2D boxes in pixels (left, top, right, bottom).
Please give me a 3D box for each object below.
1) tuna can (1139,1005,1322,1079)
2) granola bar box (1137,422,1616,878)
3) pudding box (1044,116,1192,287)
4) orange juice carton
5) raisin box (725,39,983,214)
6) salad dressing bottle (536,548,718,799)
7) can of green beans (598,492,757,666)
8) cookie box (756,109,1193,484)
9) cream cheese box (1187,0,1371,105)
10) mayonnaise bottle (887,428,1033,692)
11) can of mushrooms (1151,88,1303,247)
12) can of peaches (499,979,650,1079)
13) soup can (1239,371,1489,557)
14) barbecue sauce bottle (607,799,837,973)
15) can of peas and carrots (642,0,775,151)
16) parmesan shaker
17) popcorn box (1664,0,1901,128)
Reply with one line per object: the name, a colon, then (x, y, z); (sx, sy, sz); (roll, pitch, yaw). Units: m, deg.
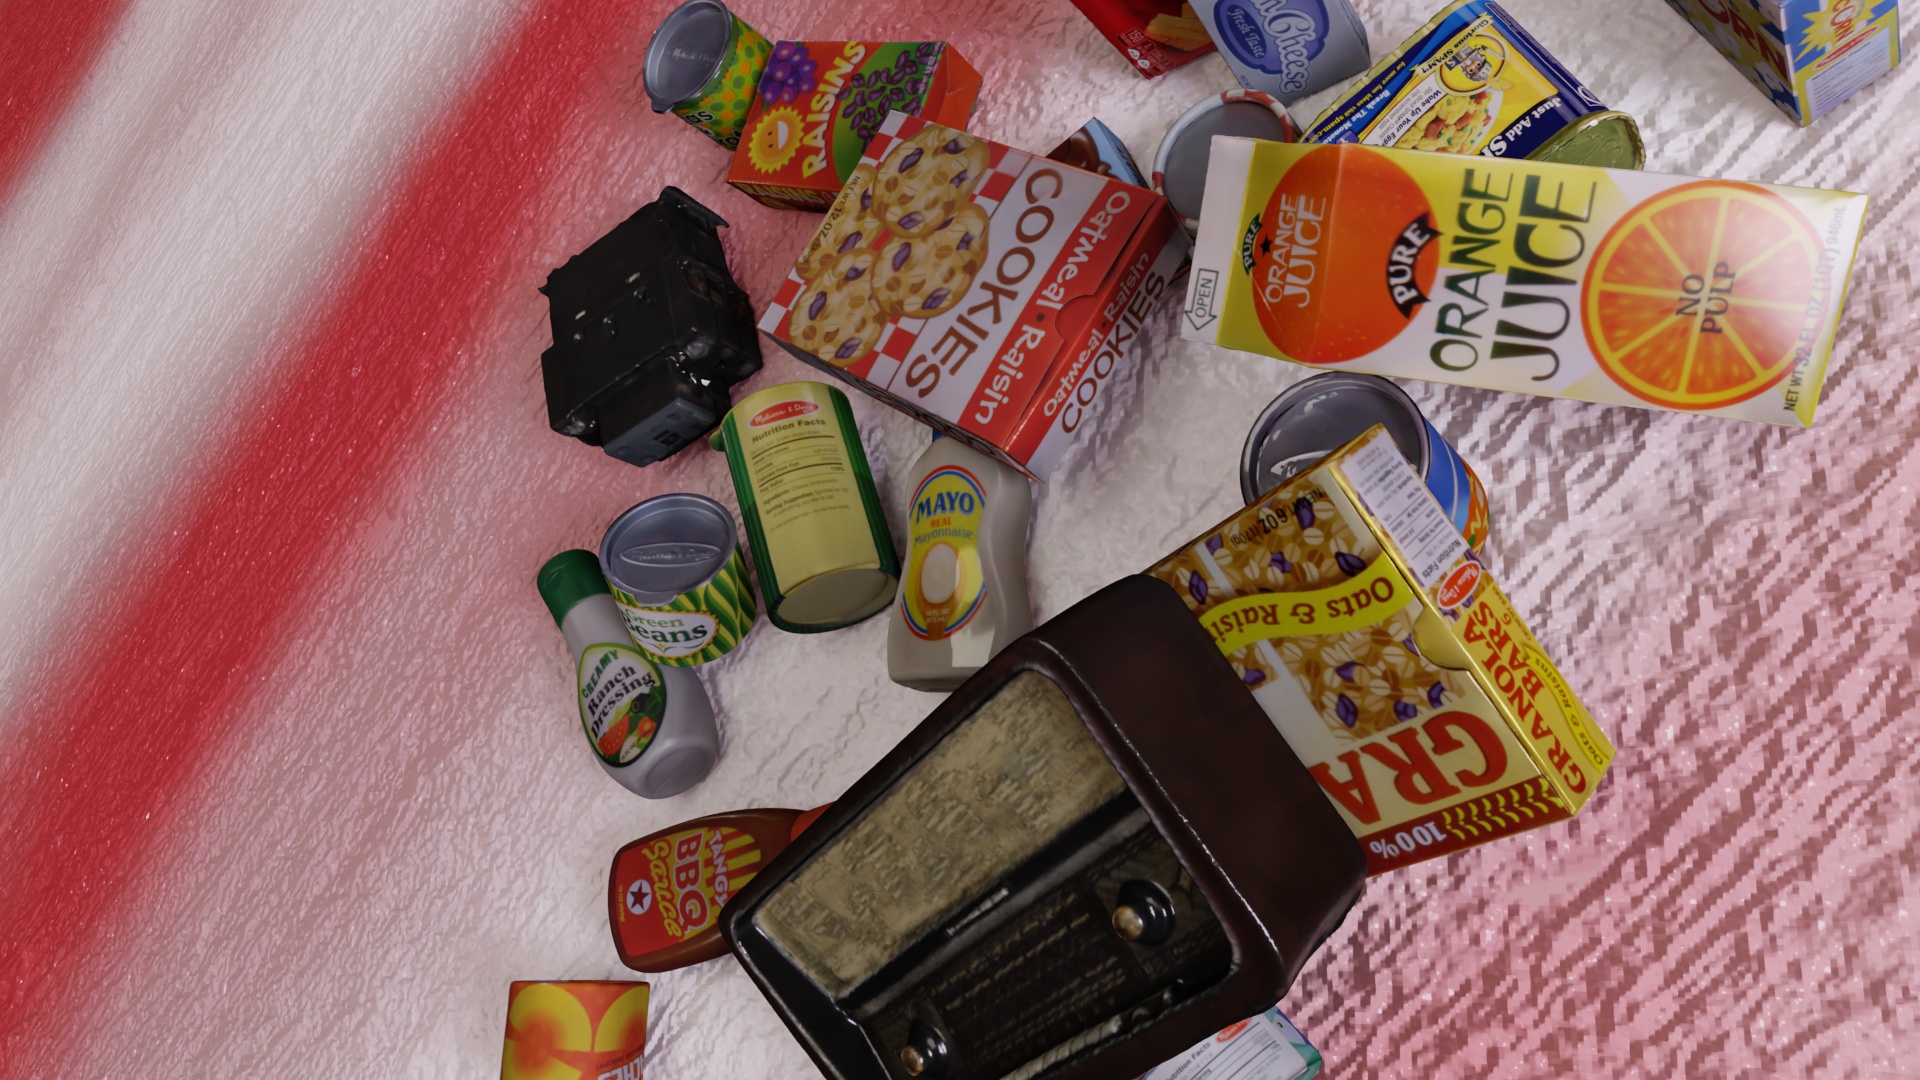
tuna can: (0.092, 0.191, 0.486); (0.071, 0.071, 0.033); (-50, 59, 11)
granola bar box: (0.106, 0.055, 0.465); (0.124, 0.039, 0.164); (56, 137, 3)
pudding box: (0.065, -0.145, 0.631); (0.049, 0.030, 0.084); (-36, 58, 21)
orange juice carton: (0.174, -0.089, 0.458); (0.193, 0.073, 0.071); (9, 105, 11)
raisin box: (-0.058, -0.216, 0.731); (0.123, 0.040, 0.086); (16, 86, 37)
salad dressing bottle: (-0.177, 0.065, 0.719); (0.064, 0.044, 0.148); (-46, 55, 10)
can of green beans: (-0.137, 0.020, 0.682); (0.071, 0.057, 0.071); (-3, 48, 3)
cookie box: (0.001, -0.113, 0.612); (0.168, 0.040, 0.123); (30, 87, 38)
cream cheese box: (0.126, -0.222, 0.569); (0.053, 0.103, 0.024); (-20, 60, 27)
mayonnaise bottle: (0.002, -0.008, 0.623); (0.064, 0.041, 0.148); (-8, 70, 32)
can of mushrooms: (0.119, -0.156, 0.596); (0.071, 0.033, 0.071); (-11, 69, 31)
can of peaches: (-0.179, 0.237, 0.654); (0.071, 0.071, 0.058); (-11, 69, 31)
soup can: (0.147, -0.014, 0.501); (0.071, 0.084, 0.071); (-11, 70, 32)
barbecue sauce bottle: (-0.095, 0.152, 0.637); (0.148, 0.043, 0.065); (-23, 62, 26)
can of peas and carrots: (-0.136, -0.261, 0.786); (0.071, 0.058, 0.071); (-11, 70, 32)
parmesan shaker: (-0.074, -0.014, 0.660); (0.071, 0.071, 0.103); (-31, 61, 23)
popcorn box: (0.265, -0.213, 0.484); (0.038, 0.085, 0.127); (-38, 58, 20)
